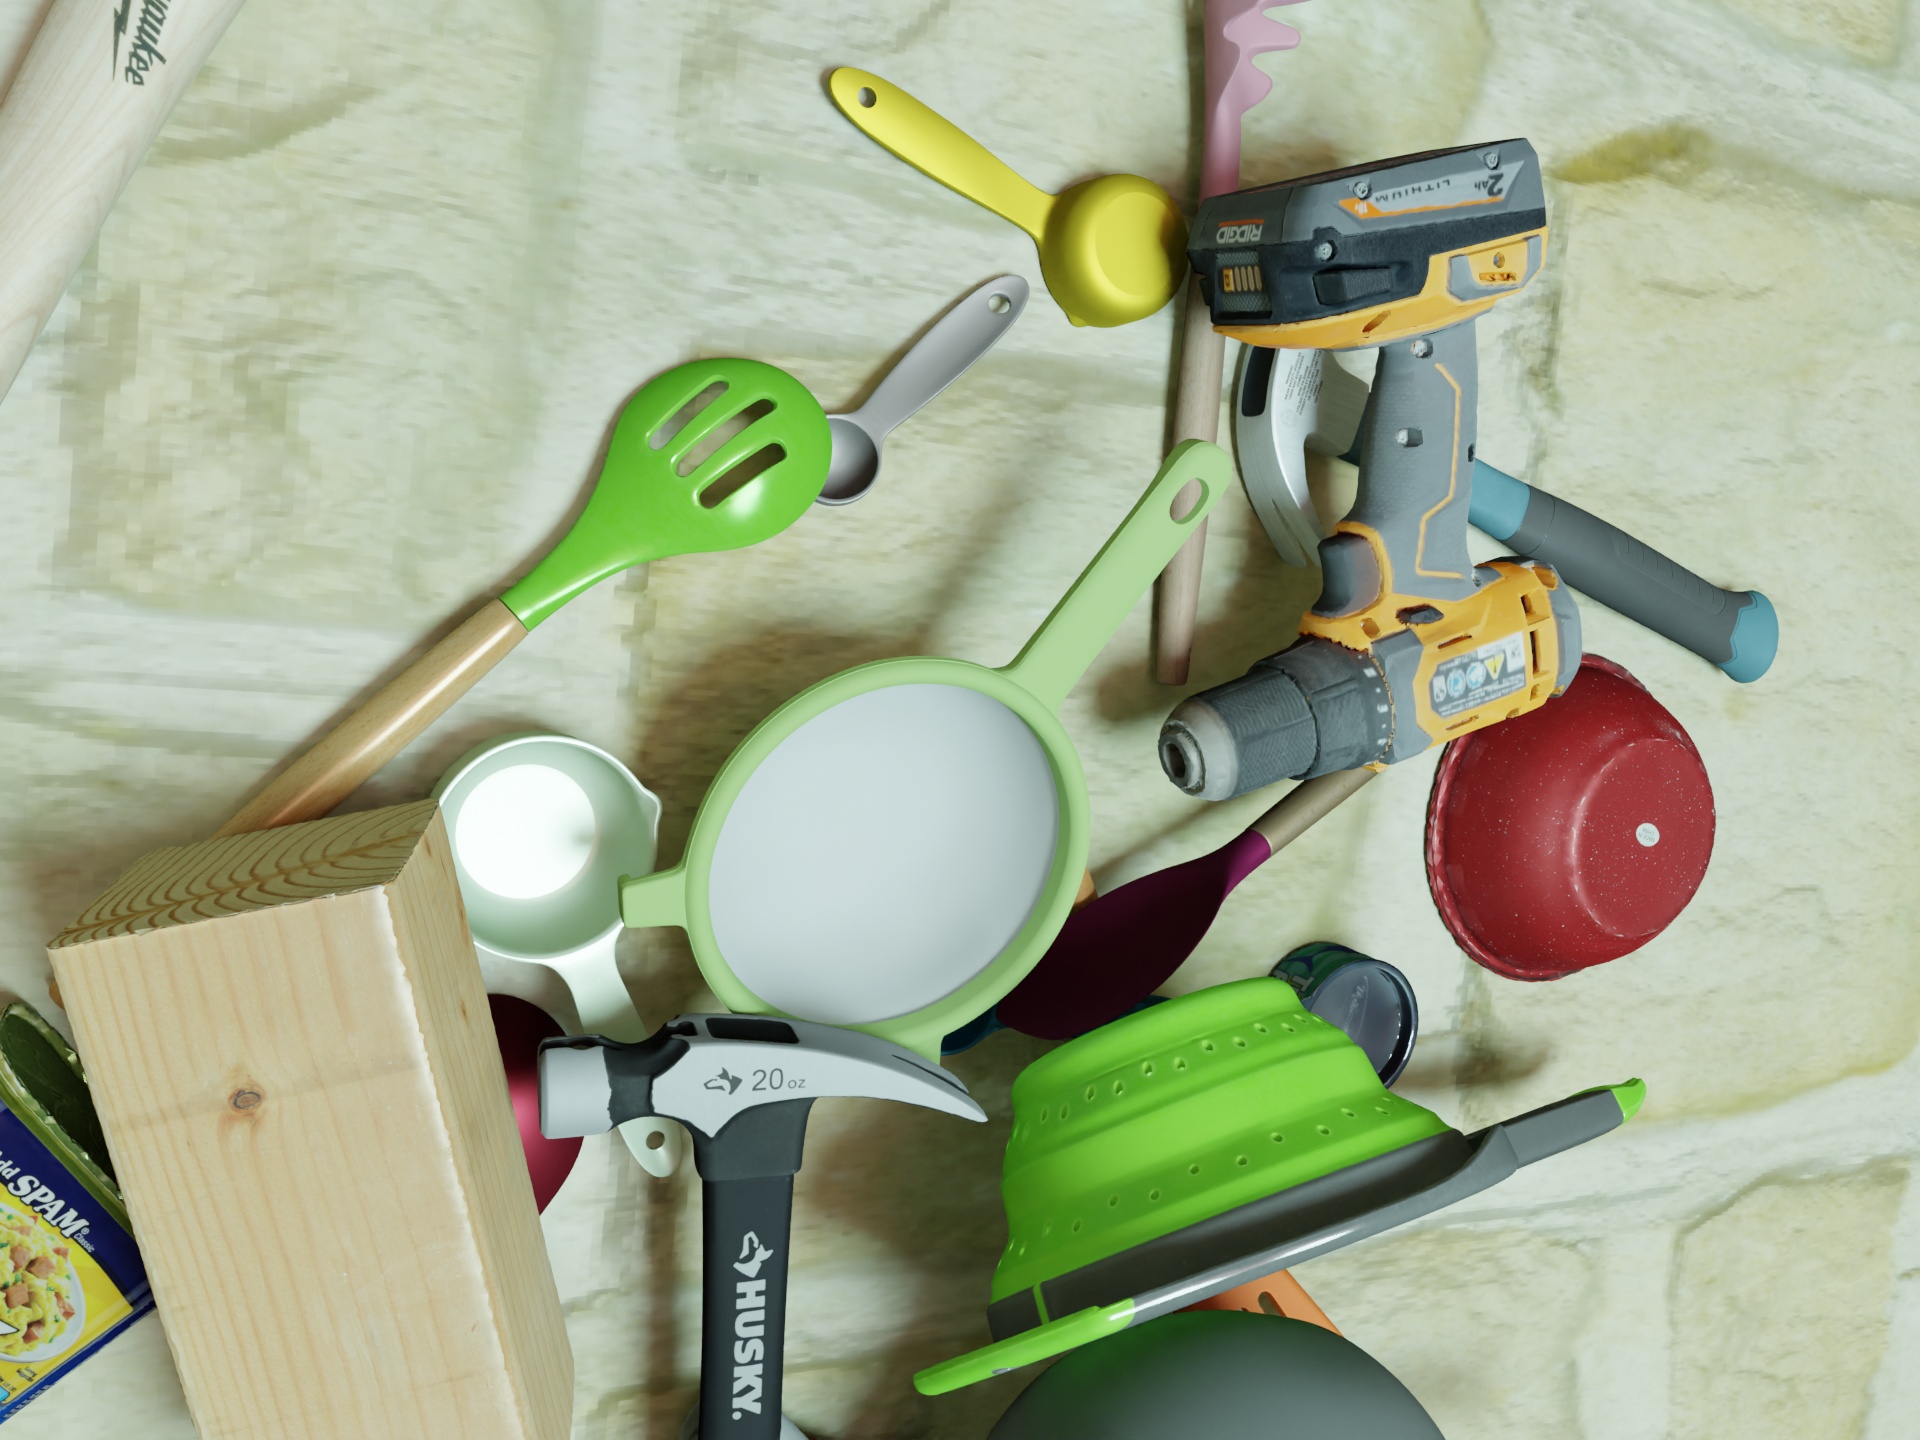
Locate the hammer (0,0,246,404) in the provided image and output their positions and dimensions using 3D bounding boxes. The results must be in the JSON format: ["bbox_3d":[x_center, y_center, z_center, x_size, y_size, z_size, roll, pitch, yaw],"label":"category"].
[{"bbox_3d":[-0.273,-0.117,0.458,0.146,0.038,0.411,31,84,-27],"label":"hammer"}]

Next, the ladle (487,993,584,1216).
[{"bbox_3d":[-0.179,0.253,0.559,0.069,0.031,0.315,6,96,-23],"label":"ladle"}]

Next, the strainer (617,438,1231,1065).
[{"bbox_3d":[-0.001,-0.002,0.570,0.151,0.069,0.256,38,90,-33],"label":"strainer"}]

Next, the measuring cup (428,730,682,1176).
[{"bbox_3d":[-0.132,0.082,0.552,0.083,0.038,0.167,-23,108,-21],"label":"measuring cup"}]

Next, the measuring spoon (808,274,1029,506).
[{"bbox_3d":[-0.017,-0.123,0.590,0.034,0.018,0.124,43,72,3],"label":"measuring spoon"}]

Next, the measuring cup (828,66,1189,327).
[{"bbox_3d":[0.022,-0.198,0.588,0.156,0.029,0.062,23,87,-29],"label":"measuring cup"}]

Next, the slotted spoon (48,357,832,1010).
[{"bbox_3d":[-0.166,-0.016,0.524,0.314,0.031,0.070,-43,88,-12],"label":"slotted spoon"}]

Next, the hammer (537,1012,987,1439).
[{"bbox_3d":[-0.072,0.263,0.556,0.146,0.035,0.334,0,102,-18],"label":"hammer"}]

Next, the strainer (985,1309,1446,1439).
[{"bbox_3d":[0.141,0.286,0.626,0.340,0.211,0.095,8,49,-29],"label":"strainer"}]

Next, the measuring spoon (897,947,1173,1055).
[{"bbox_3d":[0.034,0.113,0.632,0.128,0.021,0.042,8,93,-15],"label":"measuring spoon"}]

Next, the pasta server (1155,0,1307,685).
[{"bbox_3d":[0.105,-0.170,0.629,0.060,0.040,0.316,-11,107,-63],"label":"pasta server"}]

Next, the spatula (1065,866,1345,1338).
[{"bbox_3d":[0.087,0.166,0.665,0.081,0.041,0.322,-27,107,-19],"label":"spatula"}]

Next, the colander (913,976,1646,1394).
[{"bbox_3d":[0.145,0.151,0.622,0.397,0.204,0.095,-2,63,-40],"label":"colander"}]

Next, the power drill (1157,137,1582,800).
[{"bbox_3d":[0.144,-0.087,0.599,0.185,0.084,0.226,-19,110,-22],"label":"power drill"}]

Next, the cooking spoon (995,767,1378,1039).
[{"bbox_3d":[0.138,0.038,0.653,0.319,0.069,0.017,-33,114,-29],"label":"cooking spoon"}]

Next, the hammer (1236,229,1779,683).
[{"bbox_3d":[0.257,-0.090,0.715,0.330,0.033,0.128,21,87,-26],"label":"hammer"}]
